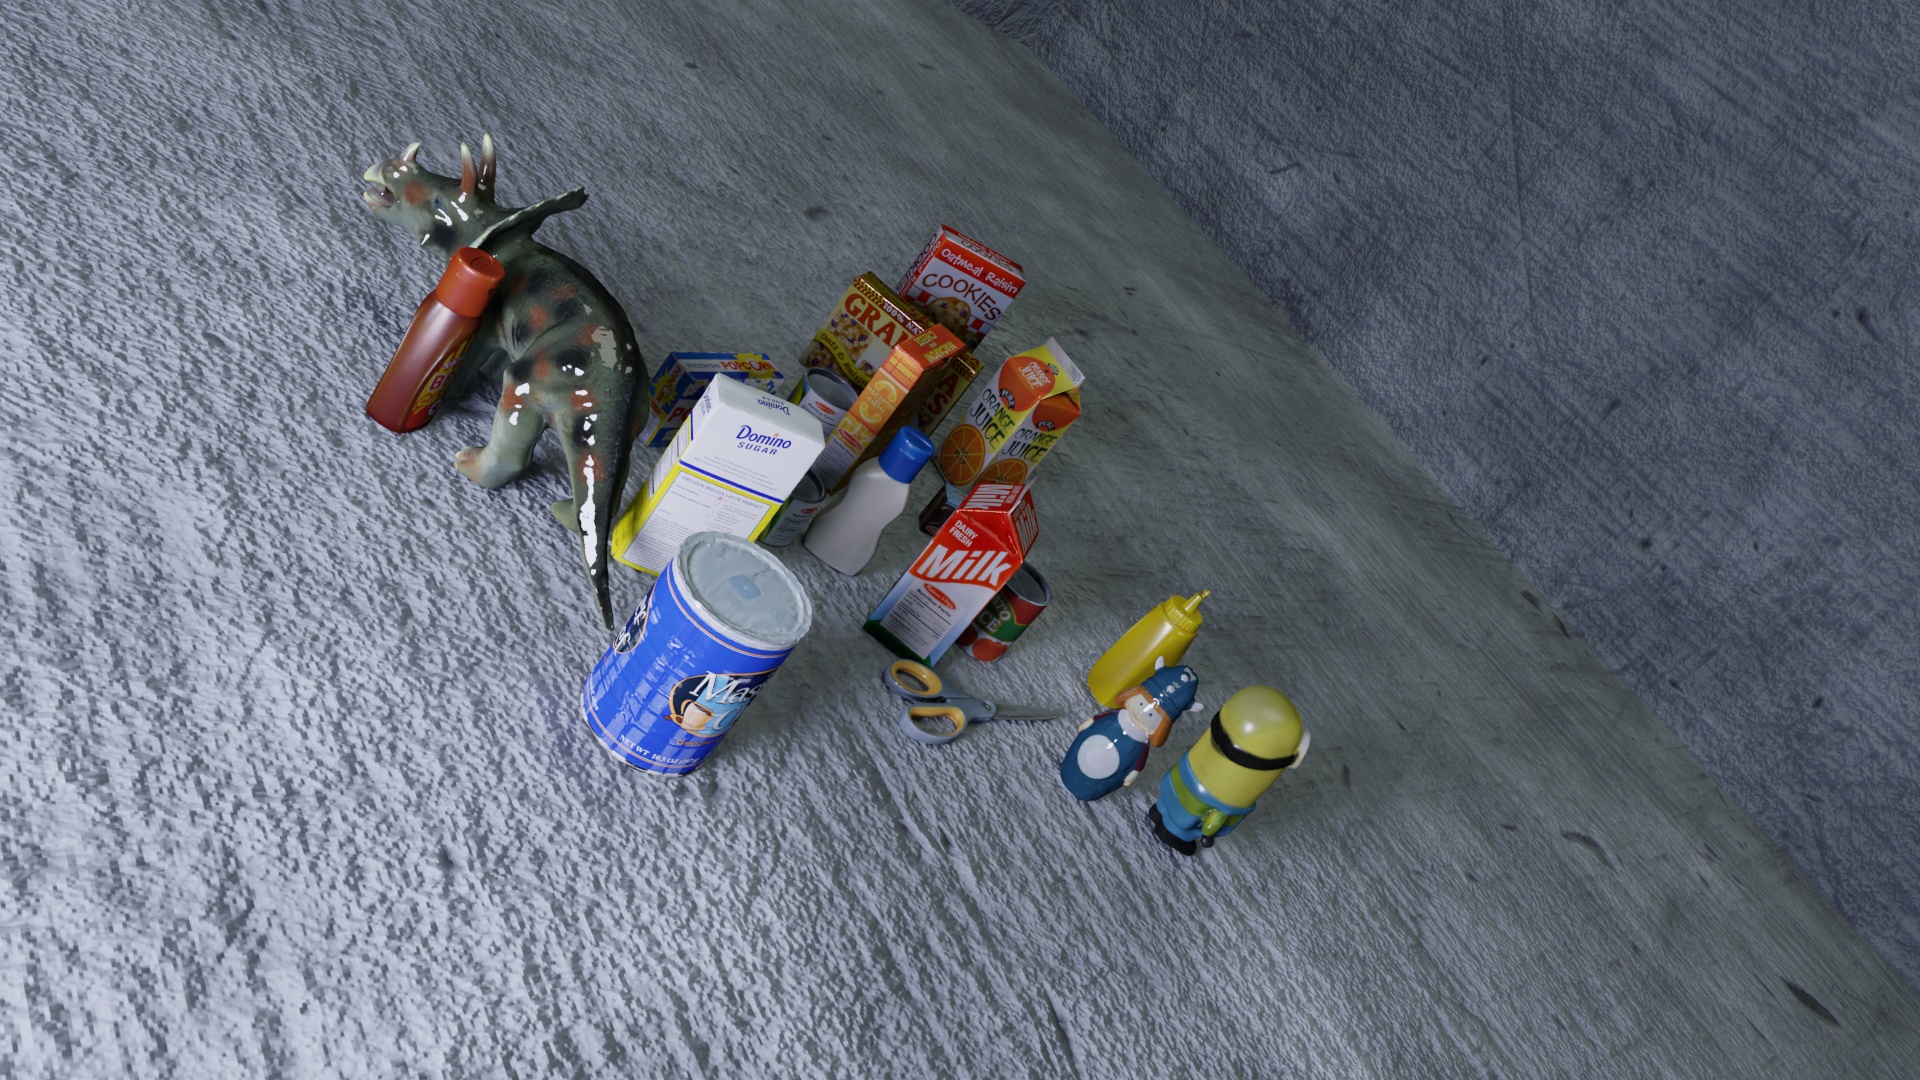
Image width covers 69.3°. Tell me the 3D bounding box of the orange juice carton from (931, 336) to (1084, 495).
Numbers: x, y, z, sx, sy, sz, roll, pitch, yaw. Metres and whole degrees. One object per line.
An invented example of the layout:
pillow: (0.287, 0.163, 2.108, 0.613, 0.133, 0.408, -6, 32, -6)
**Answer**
orange juice carton: (0.059, -0.129, 1.512, 0.073, 0.192, 0.072, 10, 39, -46)

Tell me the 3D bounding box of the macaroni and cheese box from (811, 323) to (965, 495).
macaroni and cheese box: (-0.072, -0.131, 1.376, 0.040, 0.165, 0.124, 41, 26, 3)

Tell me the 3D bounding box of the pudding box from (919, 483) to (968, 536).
pudding box: (0.005, -0.018, 1.430, 0.083, 0.049, 0.030, 27, 29, -24)

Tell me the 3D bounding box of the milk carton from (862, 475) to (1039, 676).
milk carton: (0.003, 0.021, 1.210, 0.073, 0.189, 0.073, 39, 26, -2)

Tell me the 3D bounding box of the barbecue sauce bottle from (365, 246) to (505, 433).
barbecue sauce bottle: (-0.385, -0.149, 1.026, 0.043, 0.148, 0.065, 36, 26, -7)

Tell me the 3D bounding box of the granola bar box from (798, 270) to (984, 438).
granola bar box: (-0.075, -0.194, 1.517, 0.165, 0.123, 0.039, 40, 26, 1)

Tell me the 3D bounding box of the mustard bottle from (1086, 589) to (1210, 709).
mustard bottle: (0.192, 0.100, 1.362, 0.065, 0.159, 0.049, 9, 39, -46)

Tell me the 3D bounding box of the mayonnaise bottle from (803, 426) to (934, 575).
mayonnaise bottle: (-0.078, -0.037, 1.245, 0.065, 0.147, 0.041, 34, 27, -11)

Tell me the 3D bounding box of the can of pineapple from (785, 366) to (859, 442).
can of pineapple: (-0.143, -0.134, 1.412, 0.071, 0.057, 0.071, 30, 28, -18)

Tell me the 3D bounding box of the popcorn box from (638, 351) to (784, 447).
popcorn box: (-0.230, -0.129, 1.263, 0.038, 0.085, 0.127, 49, 28, 18)

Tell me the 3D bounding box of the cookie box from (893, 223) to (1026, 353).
cookie box: (-0.018, -0.287, 1.686, 0.123, 0.166, 0.040, 22, 31, -31)

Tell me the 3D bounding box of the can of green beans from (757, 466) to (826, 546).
can of green beans: (-0.162, -0.037, 1.238, 0.071, 0.057, 0.071, 30, 28, -18)

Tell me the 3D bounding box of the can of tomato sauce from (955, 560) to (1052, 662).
can of tomato sauce: (0.034, 0.064, 1.303, 0.071, 0.082, 0.071, 30, 28, -18)
